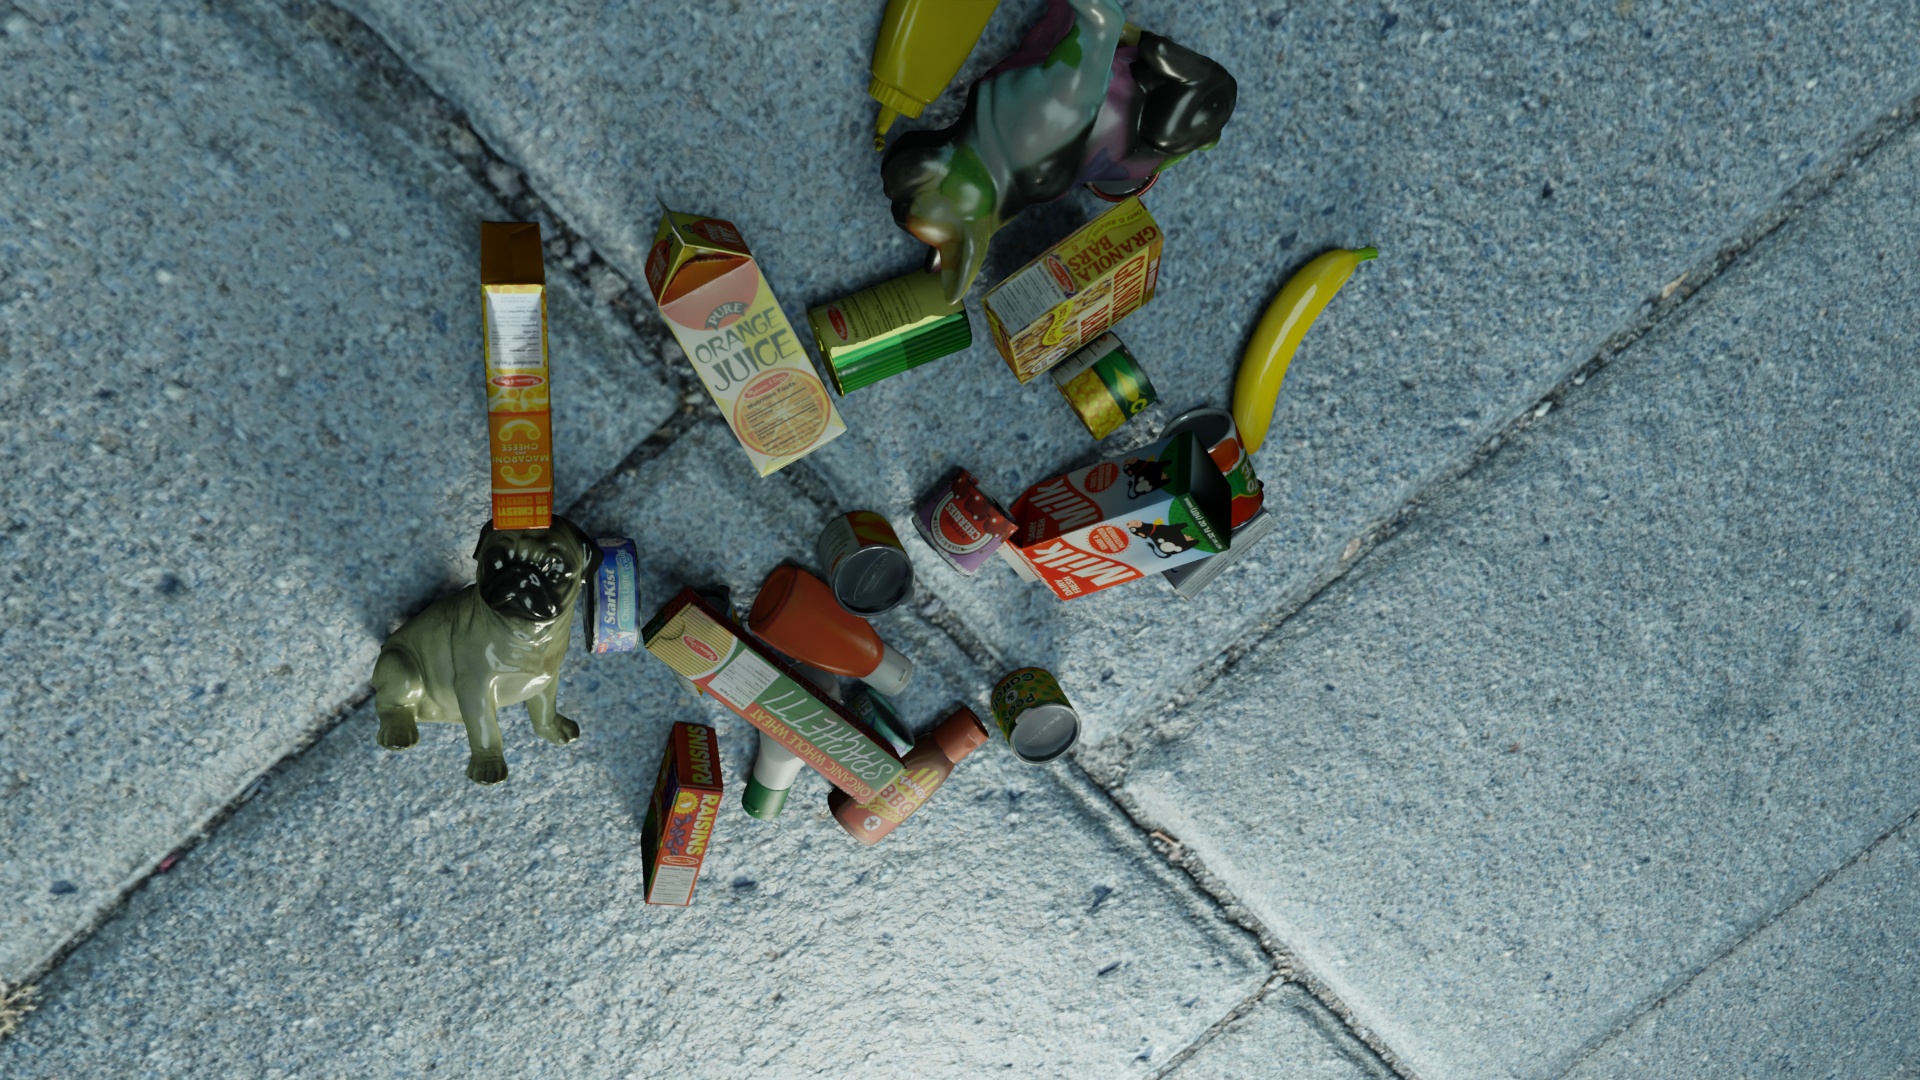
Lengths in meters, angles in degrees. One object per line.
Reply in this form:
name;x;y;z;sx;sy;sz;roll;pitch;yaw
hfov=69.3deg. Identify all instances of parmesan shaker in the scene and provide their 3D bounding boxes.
parmesan shaker;-0.050;-0.150;0.999;0.103;0.071;0.071;-21;124;-8

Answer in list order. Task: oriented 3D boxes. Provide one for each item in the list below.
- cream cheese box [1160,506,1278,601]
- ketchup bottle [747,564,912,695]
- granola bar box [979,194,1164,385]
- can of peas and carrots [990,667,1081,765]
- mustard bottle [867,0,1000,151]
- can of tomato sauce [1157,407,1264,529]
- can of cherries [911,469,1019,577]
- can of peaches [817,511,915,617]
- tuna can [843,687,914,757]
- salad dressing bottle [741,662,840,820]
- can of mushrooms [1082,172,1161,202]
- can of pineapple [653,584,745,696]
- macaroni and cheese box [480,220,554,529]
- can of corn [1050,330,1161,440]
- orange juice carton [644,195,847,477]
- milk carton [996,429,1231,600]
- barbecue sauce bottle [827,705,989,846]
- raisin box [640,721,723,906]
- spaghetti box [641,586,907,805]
cream cheese box;0.218;0.001;1.196;0.103;0.053;0.024;-42;126;7
ketchup bottle;-0.100;0.079;1.128;0.148;0.043;0.065;37;74;-36
granola bar box;0.080;-0.173;0.987;0.124;0.165;0.039;-34;84;2
can of peas and carrots;0.064;0.154;1.226;0.071;0.059;0.070;-9;121;-15
mustard bottle;-0.024;-0.332;0.915;0.065;0.049;0.159;18;112;-32
can of tomato sauce;0.209;-0.059;1.149;0.071;0.071;0.082;-30;124;-1
can of cherries;0.004;-0.014;1.099;0.058;0.072;0.071;-44;124;8
can of peaches;-0.074;0.019;1.097;0.071;0.058;0.071;-9;122;-16
tuna can;-0.073;0.157;1.174;0.033;0.071;0.071;-41;124;5
salad dressing bottle;-0.146;0.170;1.163;0.044;0.064;0.147;-33;152;-58
can of mushrooms;0.113;-0.278;1.006;0.071;0.033;0.070;-9;121;-16
can of pineapple;-0.198;0.078;1.082;0.071;0.071;0.057;-24;125;-5
macaroni and cheese box;-0.288;-0.108;0.904;0.040;0.124;0.165;-3;120;-17
can of corn;0.113;-0.118;1.079;0.058;0.071;0.071;-35;125;4
orange juice carton;-0.157;-0.147;0.961;0.073;0.072;0.192;-29;125;-2
milk carton;0.115;-0.012;1.114;0.190;0.074;0.072;-20;130;29
barbecue sauce bottle;-0.043;0.204;1.226;0.148;0.044;0.064;-39;123;4
raisin box;-0.231;0.225;1.144;0.040;0.086;0.123;11;115;-20
spaghetti box;-0.139;0.125;1.071;0.050;0.029;0.249;-43;124;6
